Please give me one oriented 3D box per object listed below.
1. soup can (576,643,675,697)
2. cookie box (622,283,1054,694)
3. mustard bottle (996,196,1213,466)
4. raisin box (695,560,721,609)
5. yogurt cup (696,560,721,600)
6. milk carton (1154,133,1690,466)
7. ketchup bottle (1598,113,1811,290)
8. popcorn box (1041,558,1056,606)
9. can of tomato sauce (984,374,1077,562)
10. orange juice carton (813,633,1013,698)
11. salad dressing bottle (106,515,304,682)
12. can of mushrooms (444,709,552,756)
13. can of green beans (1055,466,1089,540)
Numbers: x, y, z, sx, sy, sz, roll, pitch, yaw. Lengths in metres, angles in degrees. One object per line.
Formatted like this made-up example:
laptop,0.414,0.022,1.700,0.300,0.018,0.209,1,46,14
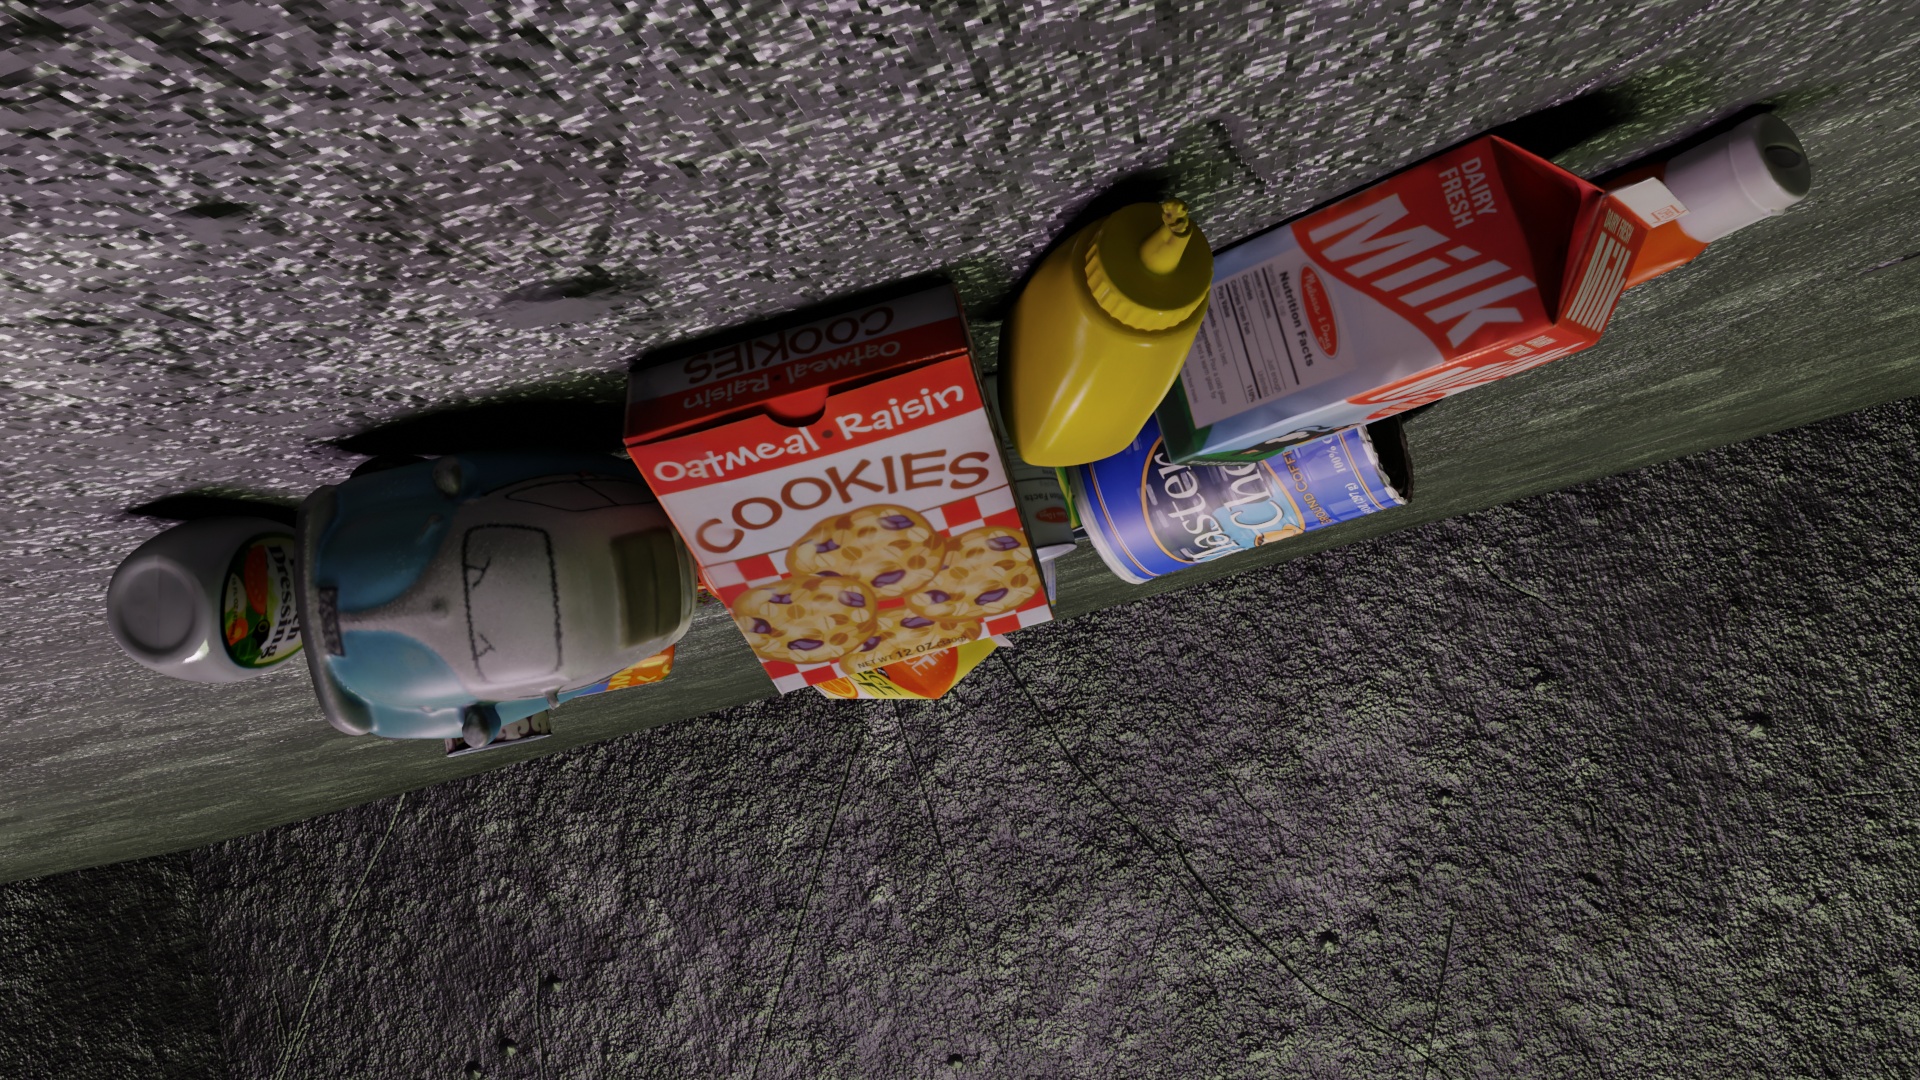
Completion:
soup can,-0.188,0.041,0.667,0.084,0.071,0.071,-9,171,-30
cookie box,-0.040,-0.012,0.538,0.123,0.040,0.166,-15,141,4
mustard bottle,0.051,-0.073,0.473,0.049,0.065,0.159,-8,167,-14
raisin box,-0.172,0.017,0.810,0.086,0.040,0.123,-19,172,34
yogurt cup,-0.110,0.006,0.762,0.072,0.072,0.054,-8,178,-39
milk carton,0.166,-0.090,0.521,0.190,0.073,0.072,-20,170,35
ketchup bottle,0.269,-0.124,0.577,0.065,0.043,0.148,-10,171,-34
popcorn box,-0.002,0.015,0.911,0.085,0.038,0.127,-12,-159,-21
can of tomato sauce,0.010,-0.028,0.650,0.071,0.083,0.071,-14,172,-2
orange juice carton,-0.042,0.040,0.778,0.073,0.071,0.192,-54,-161,-22
salad dressing bottle,-0.275,0.020,0.570,0.044,0.064,0.148,3,-176,10
can of mushrooms,-0.302,0.117,0.899,0.071,0.033,0.071,-11,174,-1
can of green beans,0.082,-0.035,0.828,0.071,0.058,0.071,-14,172,-2
